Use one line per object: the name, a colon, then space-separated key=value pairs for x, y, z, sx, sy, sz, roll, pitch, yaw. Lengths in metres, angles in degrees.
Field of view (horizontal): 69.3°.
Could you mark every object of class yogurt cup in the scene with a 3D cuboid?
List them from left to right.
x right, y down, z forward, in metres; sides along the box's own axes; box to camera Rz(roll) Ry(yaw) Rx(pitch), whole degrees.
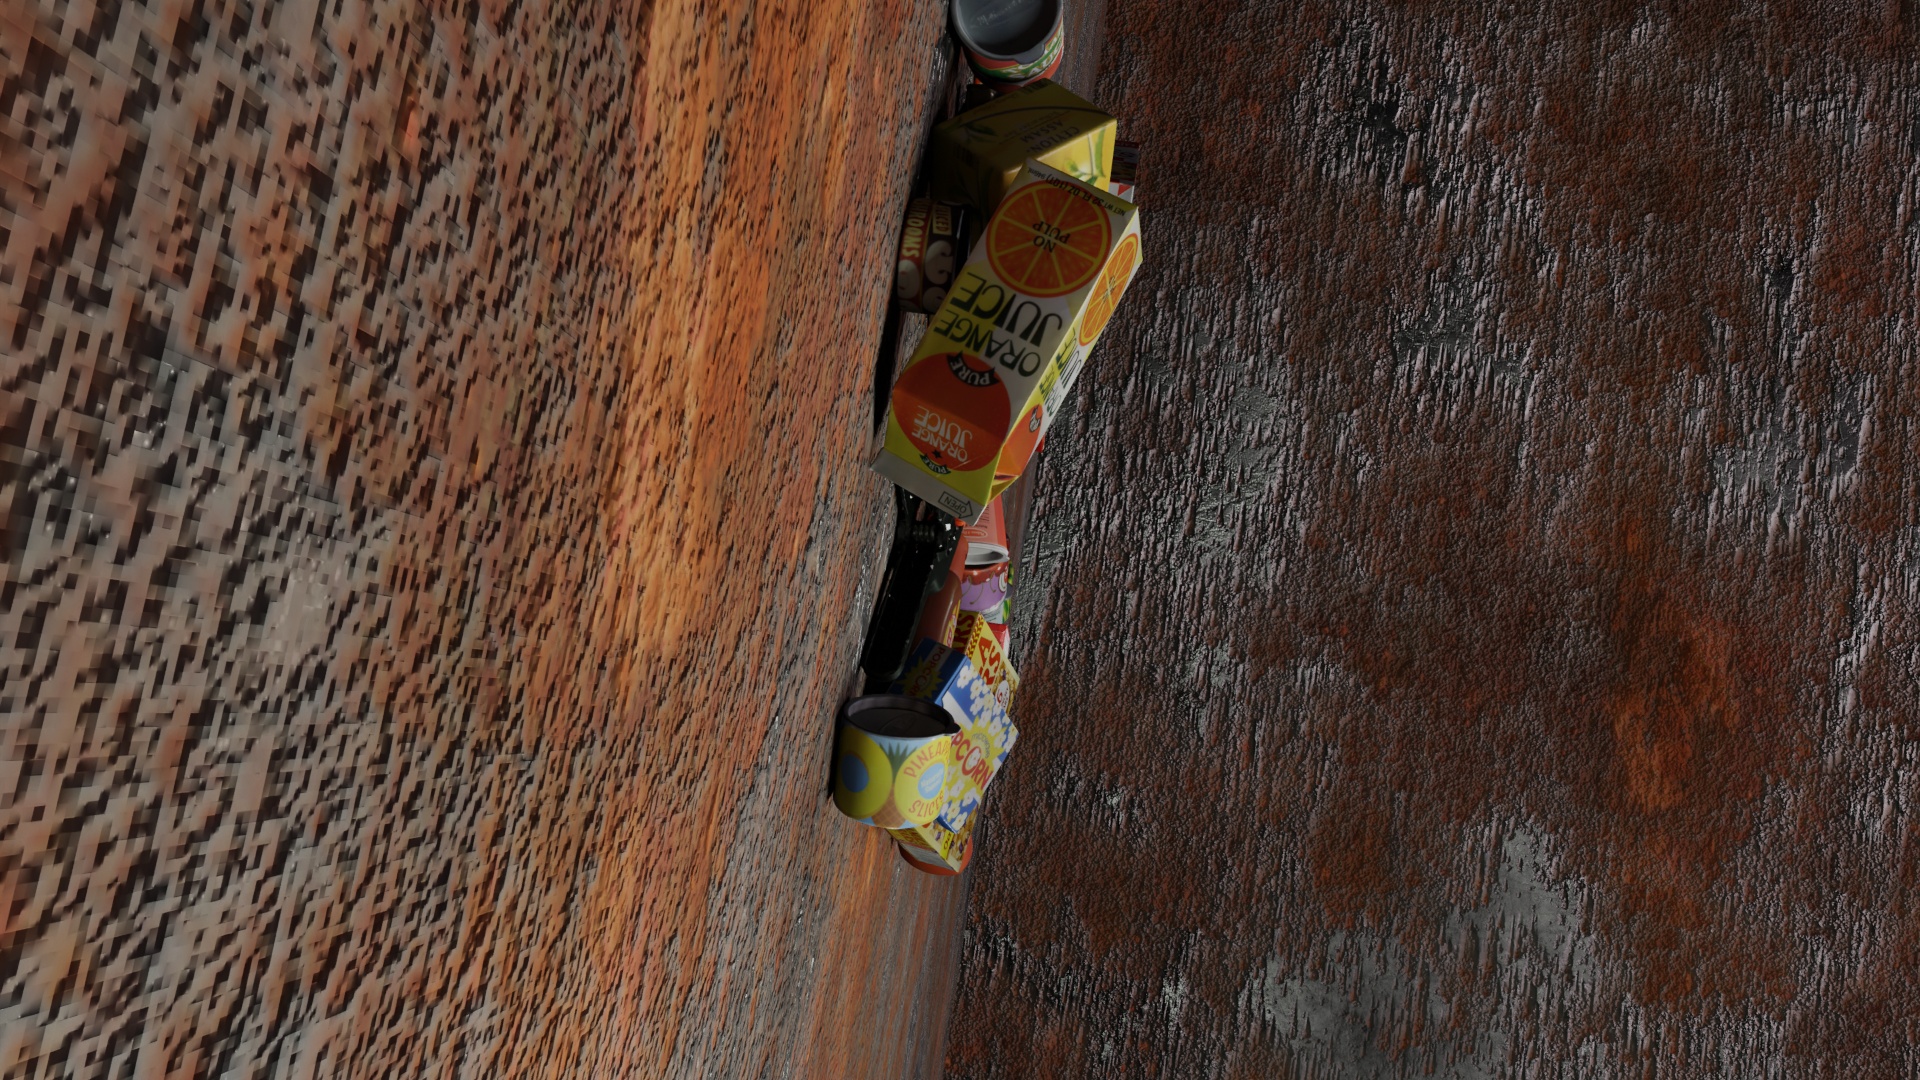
yogurt cup: x=0.004 y=-0.014 z=1.094 sx=0.072 sy=0.072 sz=0.054 roll=76 pitch=15 yaw=-77

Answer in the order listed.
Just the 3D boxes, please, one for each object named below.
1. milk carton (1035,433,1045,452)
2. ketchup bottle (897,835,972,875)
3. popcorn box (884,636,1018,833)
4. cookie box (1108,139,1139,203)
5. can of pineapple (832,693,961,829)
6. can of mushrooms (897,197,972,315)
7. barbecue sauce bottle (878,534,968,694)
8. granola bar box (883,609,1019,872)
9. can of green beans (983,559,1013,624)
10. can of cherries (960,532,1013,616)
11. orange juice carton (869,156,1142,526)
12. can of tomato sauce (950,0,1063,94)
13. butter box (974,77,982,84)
milk carton: x=0.051 y=-0.149 z=1.337 sx=0.189 sy=0.072 sz=0.074 roll=92 pitch=8 yaw=-56
ketchup bottle: x=-0.028 y=0.216 z=1.147 sx=0.148 sy=0.065 sz=0.044 roll=82 pitch=28 yaw=-42
popcorn box: x=-0.013 y=0.131 z=0.923 sx=0.085 sy=0.038 sz=0.126 roll=-55 pitch=147 yaw=-17
cookie box: x=0.104 y=-0.347 z=1.313 sx=0.168 sy=0.123 sz=0.040 roll=-73 pitch=171 yaw=-60
can of pineapple: x=-0.038 y=0.129 z=0.813 sx=0.071 sy=0.071 sz=0.057 roll=-63 pitch=161 yaw=-75
can of mushrooms: x=-0.014 y=-0.163 z=0.795 sx=0.071 sy=0.033 sz=0.071 roll=5 pitch=94 yaw=-85
barbecue sauce bottle: x=-0.024 y=0.058 z=1.002 sx=0.064 sy=0.044 sz=0.149 roll=101 pitch=1 yaw=-51
granola bar box: x=-0.010 y=0.151 z=1.053 sx=0.123 sy=0.039 sz=0.166 roll=61 pitch=43 yaw=-55
can of green beans: x=0.015 y=0.044 z=1.298 sx=0.057 sy=0.071 sz=0.071 roll=92 pitch=8 yaw=-50
can of cherries: x=0.011 y=0.022 z=1.173 sx=0.072 sy=0.071 sz=0.058 roll=-77 pitch=173 yaw=-45
orange juice carton: x=0.025 y=-0.106 z=0.777 sx=0.193 sy=0.072 sz=0.073 roll=-60 pitch=166 yaw=-6
can of tomato sauce: x=0.032 y=-0.316 z=0.855 sx=0.083 sy=0.071 sz=0.071 roll=-35 pitch=134 yaw=-84
butter box: x=0.025 y=-0.337 z=1.006 sx=0.103 sy=0.024 sz=0.053 roll=94 pitch=6 yaw=-47
